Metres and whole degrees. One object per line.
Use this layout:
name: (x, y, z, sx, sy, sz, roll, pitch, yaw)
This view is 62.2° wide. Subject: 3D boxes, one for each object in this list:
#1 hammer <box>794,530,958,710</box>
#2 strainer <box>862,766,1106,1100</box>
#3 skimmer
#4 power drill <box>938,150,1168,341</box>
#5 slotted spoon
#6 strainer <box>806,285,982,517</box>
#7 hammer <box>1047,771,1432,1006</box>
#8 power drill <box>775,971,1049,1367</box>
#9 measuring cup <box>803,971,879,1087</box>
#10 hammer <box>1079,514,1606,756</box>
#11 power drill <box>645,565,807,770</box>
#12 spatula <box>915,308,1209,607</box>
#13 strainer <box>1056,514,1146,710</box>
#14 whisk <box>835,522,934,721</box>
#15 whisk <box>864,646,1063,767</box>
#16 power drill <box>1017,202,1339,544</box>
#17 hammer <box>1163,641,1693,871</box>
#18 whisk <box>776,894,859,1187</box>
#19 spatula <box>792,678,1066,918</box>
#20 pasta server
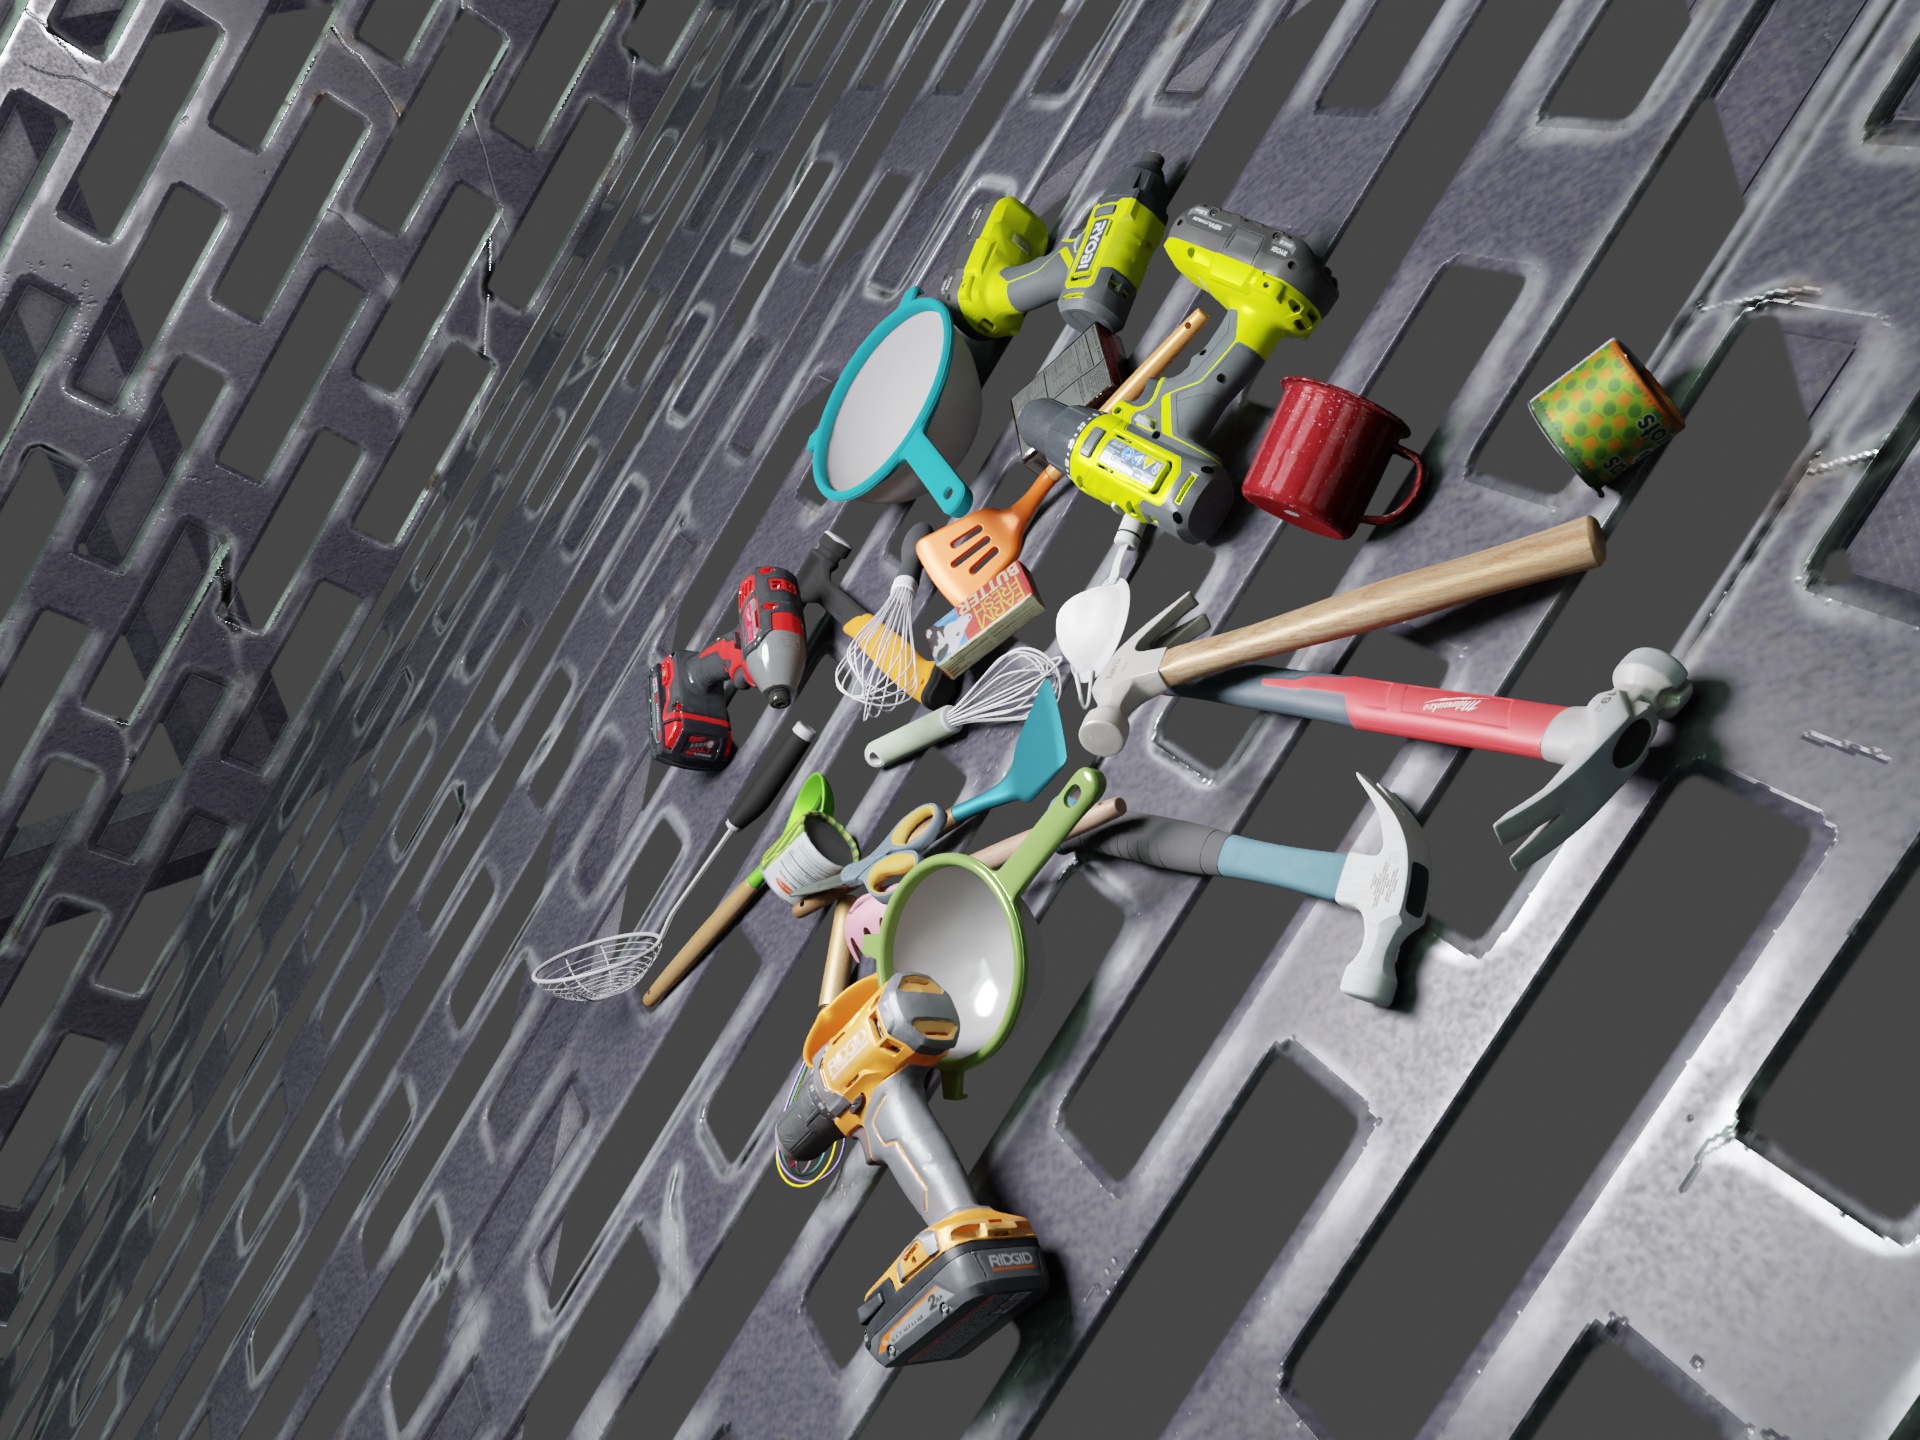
hammer: (-0.091, -0.076, 1.486, 0.127, 0.034, 0.337, -58, 33, 5)
strainer: (0.039, 0.131, 1.105, 0.256, 0.069, 0.152, -55, 49, 25)
skimmer: (-0.276, 0.132, 1.535, 0.363, 0.090, 0.127, -53, 3, 10)
power drill: (0.091, -0.430, 1.461, 0.223, 0.080, 0.171, 9, 74, 52)
slotted spoon: (-0.206, 0.166, 1.476, 0.313, 0.031, 0.070, -48, 35, 24)
strainer: (-0.024, -0.254, 1.467, 0.211, 0.095, 0.341, -53, 35, 17)
hammer: (0.163, 0.087, 1.025, 0.331, 0.033, 0.128, 8, 74, 55)
power drill: (-0.047, 0.310, 1.065, 0.185, 0.084, 0.226, -49, 48, 31)
measuring cup: (-0.044, 0.212, 1.210, 0.174, 0.052, 0.095, -49, 21, -22)
hammer: (0.230, -0.064, 0.990, 0.331, 0.031, 0.130, -17, 29, 33)
power drill: (-0.225, -0.041, 1.567, 0.219, 0.078, 0.143, -37, 52, 42)
spatula: (0.087, -0.221, 1.324, 0.322, 0.041, 0.081, -45, 69, 29)
strainer: (0.124, -0.134, 1.234, 0.087, 0.050, 0.258, -11, 53, 67)
whisk: (-0.055, -0.096, 1.388, 0.070, 0.070, 0.285, -39, 22, 31)
whisk: (-0.002, -0.004, 1.311, 0.246, 0.057, 0.059, -25, 13, 46)
power drill: (0.160, -0.265, 1.203, 0.191, 0.080, 0.228, 35, 95, 35)
hammer: (0.229, -0.001, 0.958, 0.143, 0.038, 0.386, -41, 25, -19)
whisk: (-0.110, 0.251, 1.271, 0.047, 0.051, 0.245, -33, 40, 45)
spatula: (-0.029, 0.082, 1.265, 0.317, 0.044, 0.082, -33, 47, 28)
pasta server: (0.011, 0.115, 1.175, 0.316, 0.040, 0.060, -27, 15, 44)
